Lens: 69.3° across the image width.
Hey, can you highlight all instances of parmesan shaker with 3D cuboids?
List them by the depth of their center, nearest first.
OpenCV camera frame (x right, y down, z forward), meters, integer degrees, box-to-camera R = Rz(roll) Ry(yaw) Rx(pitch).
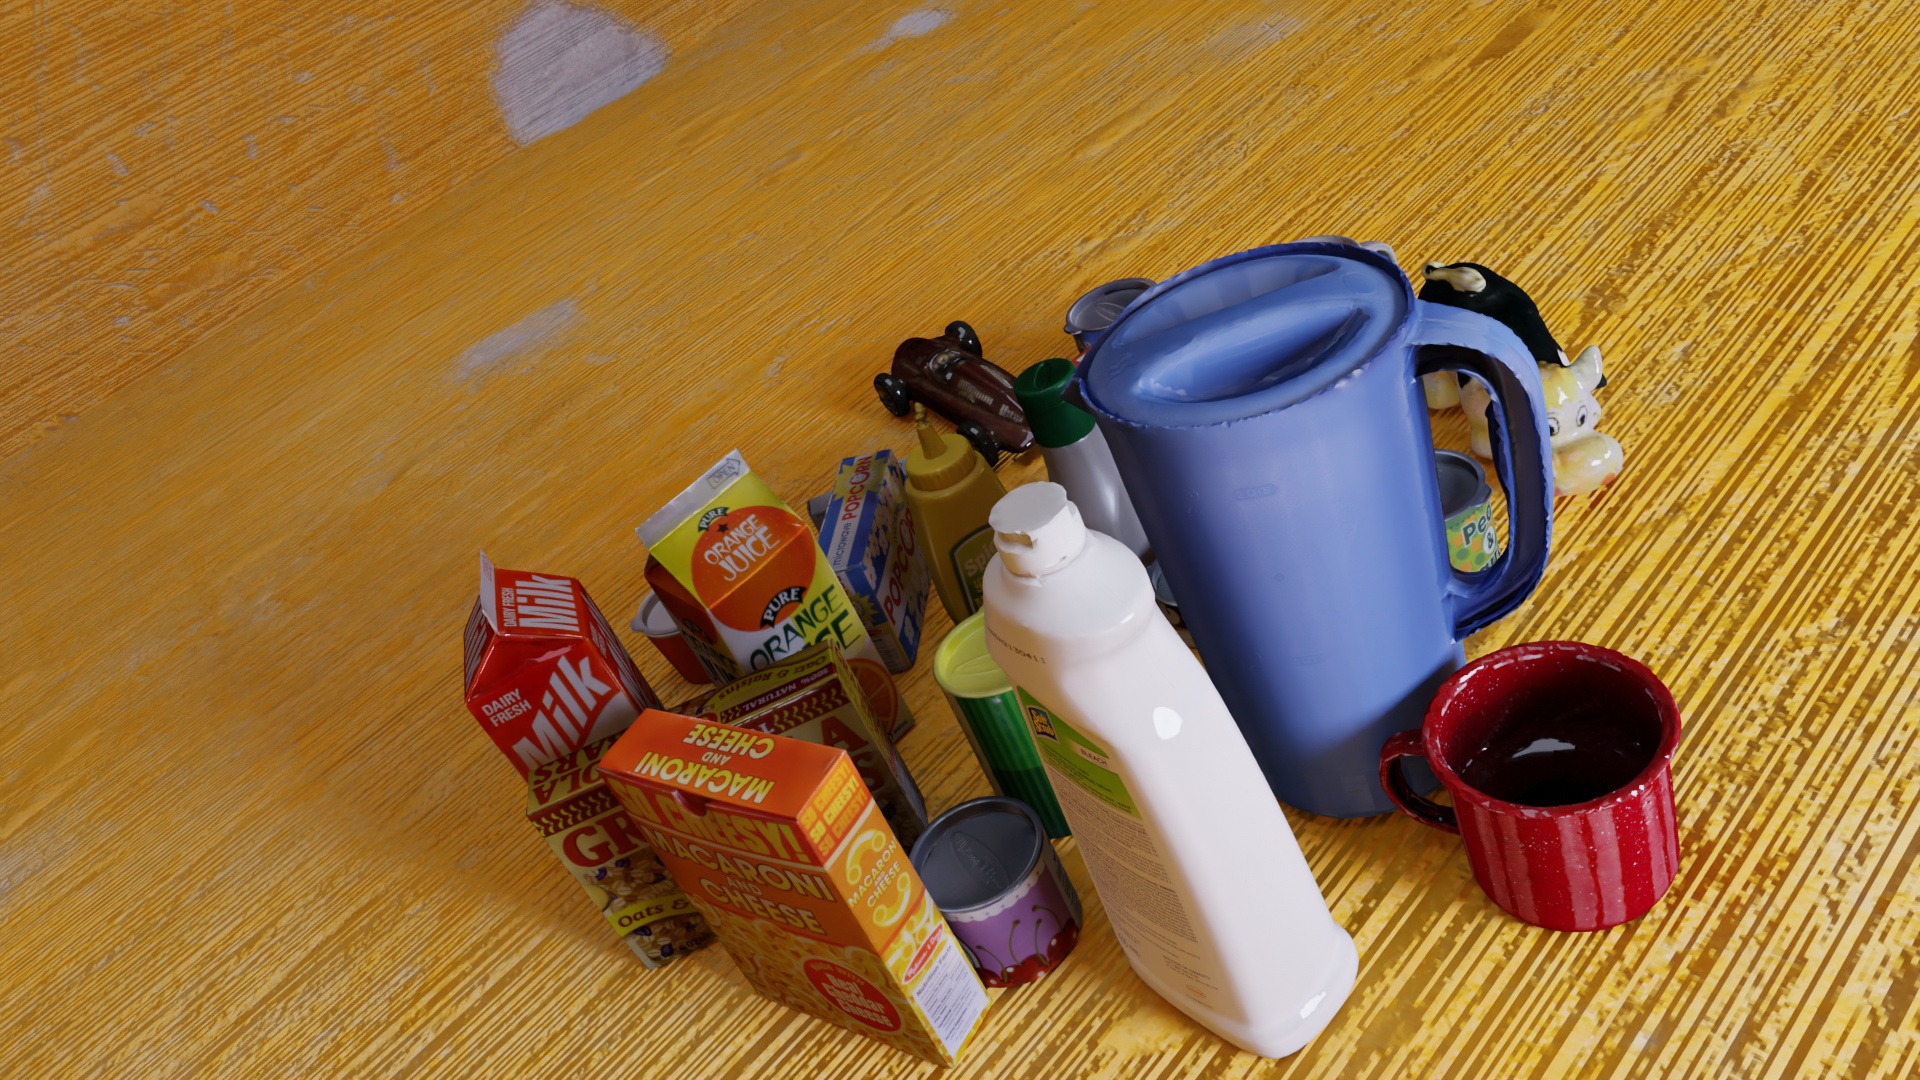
[{"bbox_3d":[0.036,0.088,0.688,0.071,0.102,0.072,-18,33,12],"label":"parmesan shaker"}]

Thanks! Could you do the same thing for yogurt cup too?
[{"bbox_3d":[-0.171,0.057,0.917,0.072,0.053,0.073,-18,33,12],"label":"yogurt cup"}]

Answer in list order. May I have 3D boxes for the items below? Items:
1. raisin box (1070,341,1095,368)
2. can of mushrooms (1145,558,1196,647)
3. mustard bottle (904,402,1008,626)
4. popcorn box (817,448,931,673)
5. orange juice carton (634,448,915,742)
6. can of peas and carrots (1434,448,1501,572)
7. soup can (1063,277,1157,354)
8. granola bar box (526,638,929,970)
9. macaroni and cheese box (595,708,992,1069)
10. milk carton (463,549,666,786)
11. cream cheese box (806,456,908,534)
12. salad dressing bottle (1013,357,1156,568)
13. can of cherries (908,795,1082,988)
[{"bbox_3d":[0.118,-0.054,0.819,0.040,0.123,0.086,-39,35,-21],"label":"raisin box"},{"bbox_3d":[0.137,0.027,0.773,0.071,0.033,0.071,-17,33,12],"label":"can of mushrooms"},{"bbox_3d":[0.003,-0.010,0.798,0.065,0.159,0.049,-30,32,-8],"label":"mustard bottle"},{"bbox_3d":[-0.053,0.013,0.873,0.038,0.085,0.127,-14,34,17],"label":"popcorn box"},{"bbox_3d":[-0.105,0.046,0.760,0.072,0.192,0.073,-41,35,-24],"label":"orange juice carton"},{"bbox_3d":[0.246,-0.005,0.723,0.071,0.058,0.071,-18,33,12],"label":"can of peas and carrots"},{"bbox_3d":[0.115,-0.128,0.964,0.071,0.083,0.072,-18,33,12],"label":"soup can"},{"bbox_3d":[-0.113,0.135,0.700,0.165,0.123,0.039,-24,32,1],"label":"granola bar box"},{"bbox_3d":[-0.071,0.153,0.608,0.123,0.165,0.040,4,42,38],"label":"macaroni and cheese box"},{"bbox_3d":[-0.214,0.093,0.767,0.073,0.189,0.072,-29,32,-5],"label":"milk carton"},{"bbox_3d":[-0.047,-0.022,0.949,0.104,0.053,0.024,-24,32,1],"label":"cream cheese box"},{"bbox_3d":[0.072,-0.035,0.799,0.044,0.147,0.064,-13,34,19],"label":"salad dressing bottle"},{"bbox_3d":[0.014,0.162,0.638,0.071,0.058,0.072,-18,33,12],"label":"can of cherries"}]
